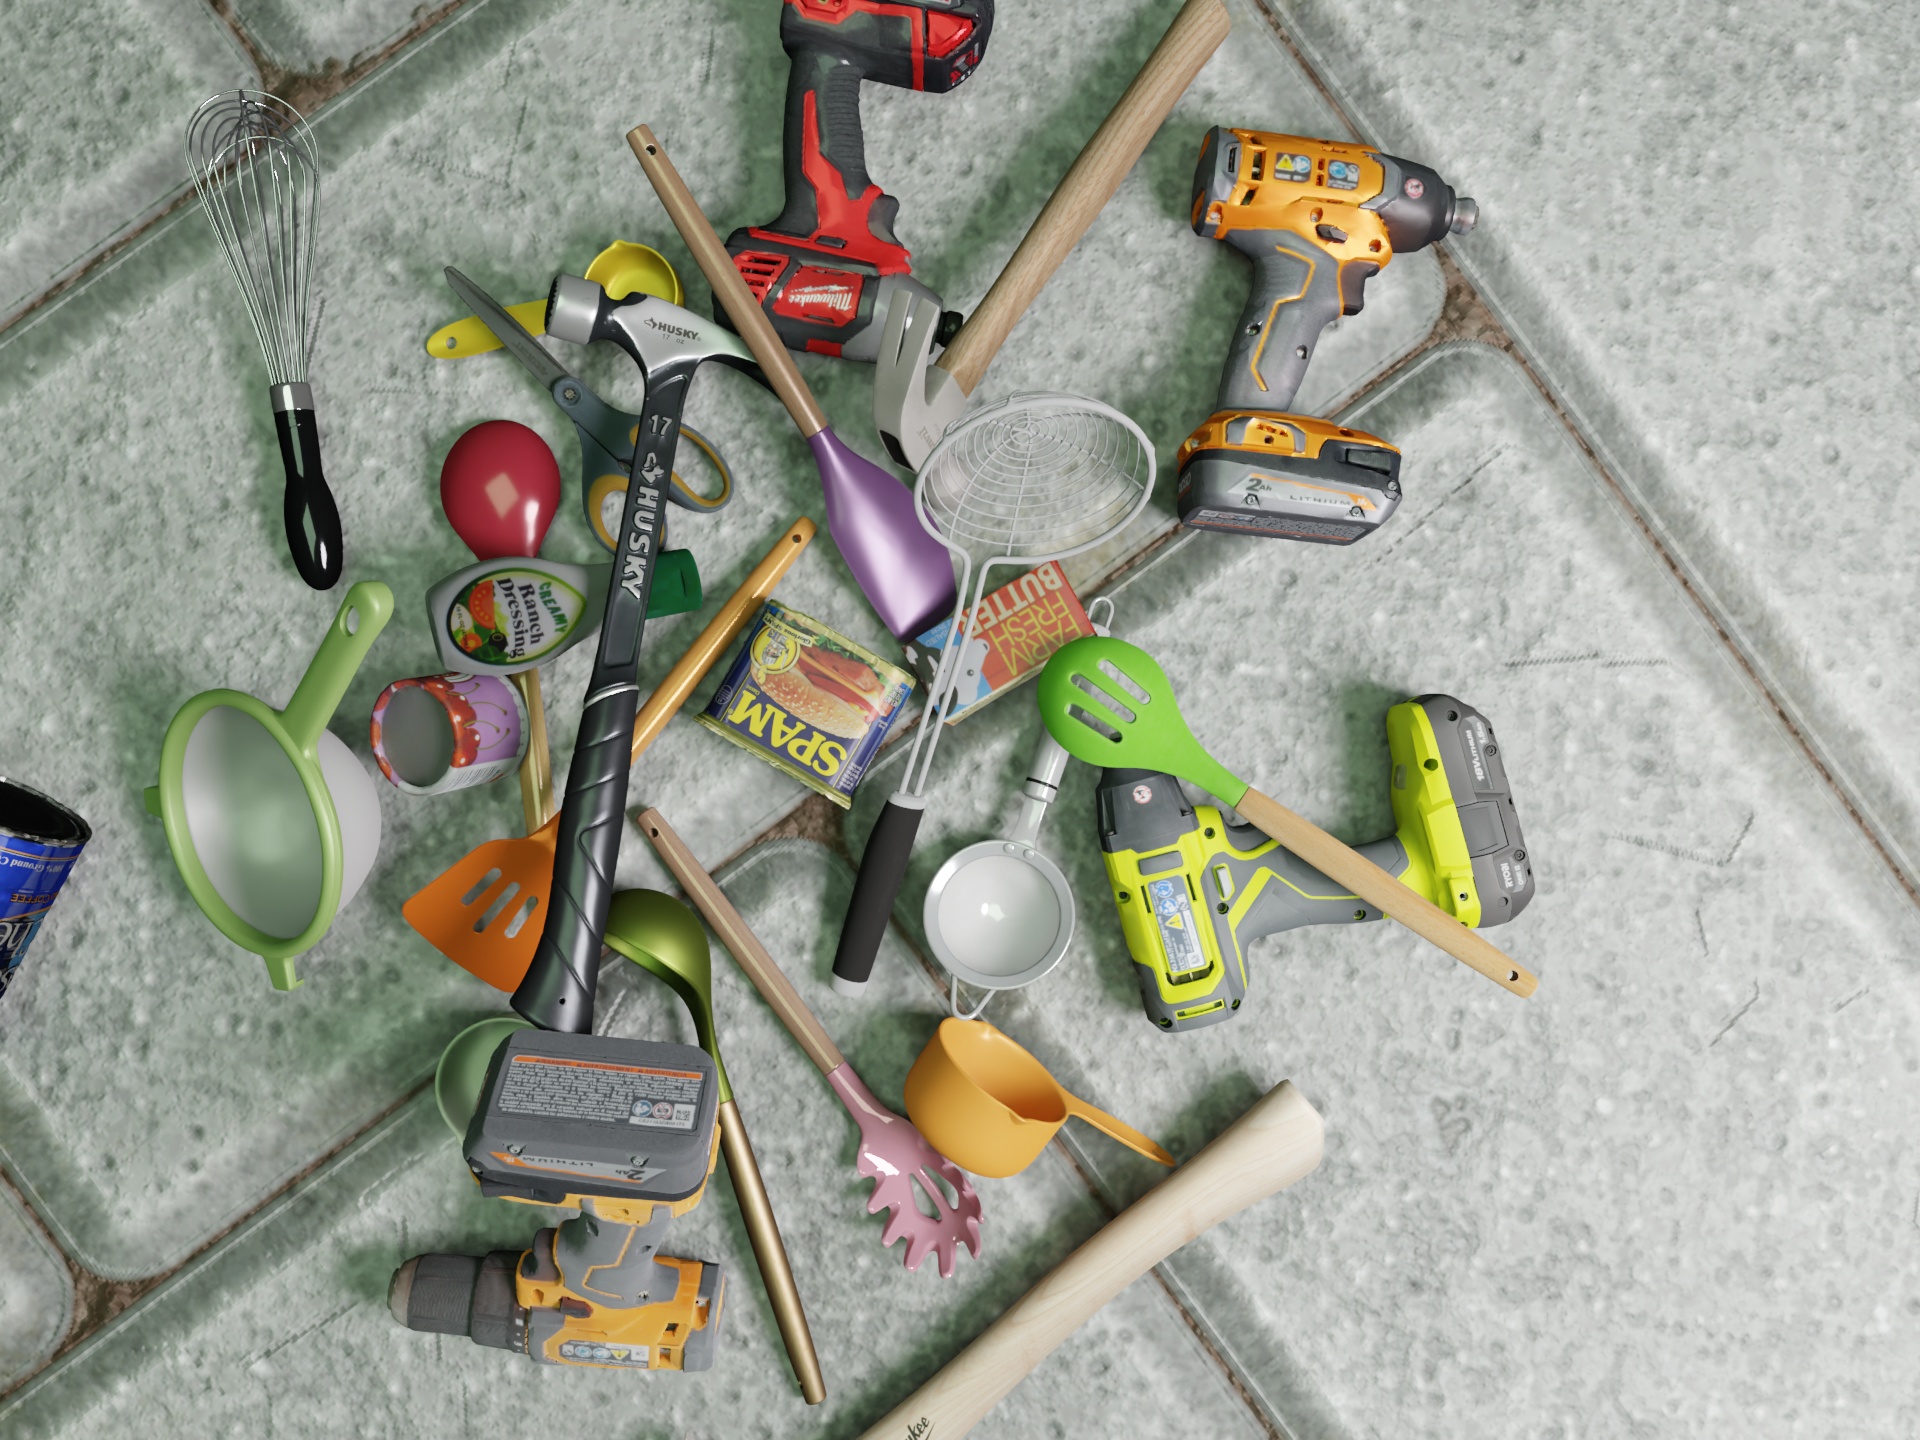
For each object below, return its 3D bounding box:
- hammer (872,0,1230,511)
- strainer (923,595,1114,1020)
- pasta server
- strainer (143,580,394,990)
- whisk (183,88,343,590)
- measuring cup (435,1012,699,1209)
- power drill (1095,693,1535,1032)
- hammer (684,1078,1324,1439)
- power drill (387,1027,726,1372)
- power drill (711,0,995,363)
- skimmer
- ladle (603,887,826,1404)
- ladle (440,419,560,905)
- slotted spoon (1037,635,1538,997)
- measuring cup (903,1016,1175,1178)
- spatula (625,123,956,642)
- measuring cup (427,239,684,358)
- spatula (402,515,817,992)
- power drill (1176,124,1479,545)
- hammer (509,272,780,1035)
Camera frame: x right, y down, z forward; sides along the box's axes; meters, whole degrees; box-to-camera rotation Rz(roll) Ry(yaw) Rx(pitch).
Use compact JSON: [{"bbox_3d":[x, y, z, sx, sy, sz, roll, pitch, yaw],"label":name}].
[{"bbox_3d":[0.055,-0.282,0.902,0.031,0.130,0.331,29,79,28],"label":"hammer"},{"bbox_3d":[0.045,0.049,0.921,0.087,0.050,0.258,19,83,7],"label":"strainer"},{"bbox_3d":[-0.090,0.180,0.916,0.060,0.040,0.316,-37,89,9],"label":"pasta server"},{"bbox_3d":[-0.343,0.016,0.859,0.151,0.069,0.256,48,121,14],"label":"strainer"},{"bbox_3d":[-0.387,-0.215,0.906,0.070,0.070,0.284,-8,94,-2],"label":"whisk"},{"bbox_3d":[-0.220,0.229,0.913,0.167,0.038,0.083,33,88,-3],"label":"measuring cup"},{"bbox_3d":[0.194,0.067,0.908,0.223,0.080,0.171,-15,90,1],"label":"power drill"},{"bbox_3d":[0.034,0.340,0.902,0.410,0.038,0.146,-41,97,0],"label":"hammer"},{"bbox_3d":[-0.216,0.266,0.847,0.185,0.084,0.226,6,128,-3],"label":"power drill"},{"bbox_3d":[-0.052,-0.315,0.906,0.143,0.078,0.219,12,92,-1],"label":"power drill"},{"bbox_3d":[-0.001,-0.003,0.861,0.127,0.090,0.363,12,103,-28],"label":"skimmer"},{"bbox_3d":[-0.139,0.246,0.906,0.062,0.078,0.320,-19,96,-29],"label":"ladle"},{"bbox_3d":[-0.253,-0.019,0.920,0.069,0.031,0.315,-7,91,-3],"label":"ladle"},{"bbox_3d":[0.175,0.054,0.862,0.314,0.031,0.070,34,91,7],"label":"slotted spoon"},{"bbox_3d":[0.044,0.235,0.908,0.173,0.095,0.052,32,103,-21],"label":"measuring cup"},{"bbox_3d":[-0.092,-0.185,0.887,0.060,0.018,0.315,-37,109,-15],"label":"spatula"},{"bbox_3d":[-0.235,-0.234,0.928,0.156,0.029,0.062,-12,92,10],"label":"measuring cup"},{"bbox_3d":[-0.187,0.010,0.912,0.081,0.041,0.322,39,80,-11],"label":"spatula"},{"bbox_3d":[0.208,-0.220,0.910,0.164,0.084,0.226,6,85,-2],"label":"power drill"},{"bbox_3d":[-0.181,-0.031,0.863,0.149,0.036,0.409,11,80,-22],"label":"hammer"}]
